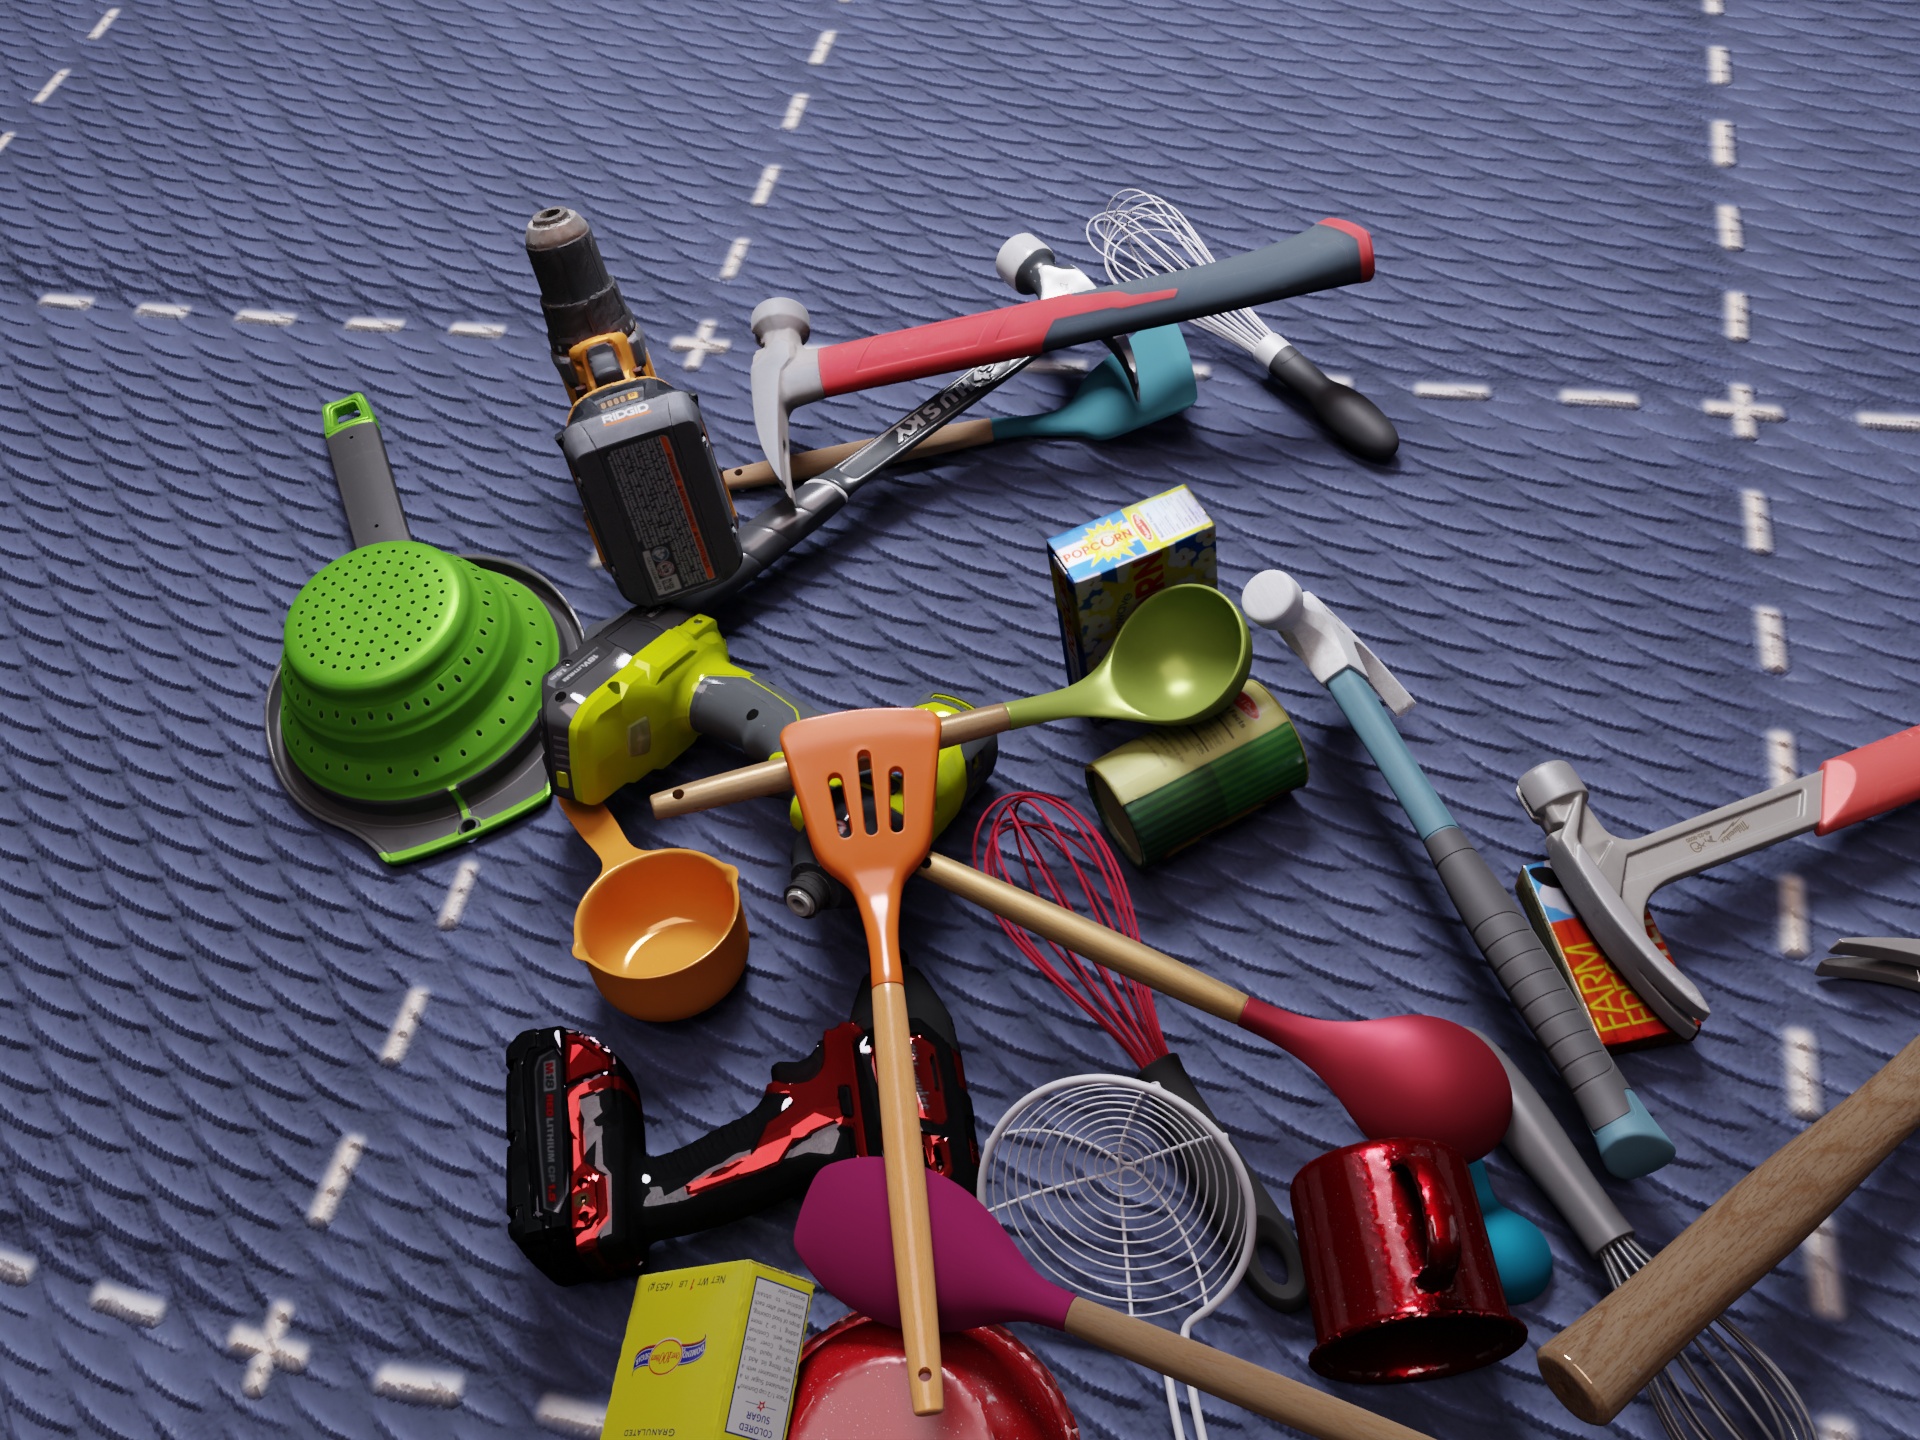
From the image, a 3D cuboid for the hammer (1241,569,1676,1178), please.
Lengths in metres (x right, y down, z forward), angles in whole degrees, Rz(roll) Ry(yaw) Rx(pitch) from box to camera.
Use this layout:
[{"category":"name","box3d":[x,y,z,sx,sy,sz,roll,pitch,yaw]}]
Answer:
[{"category":"hammer","box3d":[0.247,0.070,0.792,0.033,0.128,0.331,-37,58,21]}]

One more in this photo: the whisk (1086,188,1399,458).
[{"category":"whisk","box3d":[0.185,-0.263,1.059,0.070,0.070,0.285,-35,63,-14]}]

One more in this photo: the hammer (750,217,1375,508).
[{"category":"hammer","box3d":[0.061,-0.232,0.976,0.386,0.038,0.143,-10,63,7]}]

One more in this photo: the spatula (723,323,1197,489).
[{"category":"spatula","box3d":[-0.006,-0.195,1.045,0.317,0.044,0.082,-11,60,2]}]

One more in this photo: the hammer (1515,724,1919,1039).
[{"category":"hammer","box3d":[0.477,0.035,0.810,0.359,0.036,0.149,-18,56,-9]}]

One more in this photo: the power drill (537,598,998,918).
[{"category":"power drill","box3d":[-0.113,0.021,0.874,0.223,0.080,0.171,20,39,20]}]

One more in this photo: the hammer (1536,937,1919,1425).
[{"category":"hammer","box3d":[0.375,0.197,0.702,0.331,0.031,0.130,-26,53,-24]}]

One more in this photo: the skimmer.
[{"category":"skimmer","box3d":[0.092,0.329,0.653,0.127,0.090,0.364,-22,56,17]}]

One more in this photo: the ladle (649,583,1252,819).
[{"category":"ladle","box3d":[-0.001,-0.003,0.812,0.320,0.062,0.078,-14,56,-12]}]

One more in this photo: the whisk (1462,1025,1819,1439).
[{"category":"whisk","box3d":[0.292,0.237,0.717,0.055,0.055,0.239,-24,52,-8]}]

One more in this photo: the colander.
[{"category":"colander","box3d":[-0.368,-0.100,1.003,0.204,0.094,0.398,-23,57,-7]}]

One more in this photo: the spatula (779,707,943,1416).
[{"category":"spatula","box3d":[-0.032,0.141,0.724,0.081,0.041,0.323,-6,58,-4]}]

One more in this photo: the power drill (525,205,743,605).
[{"category":"power drill","box3d":[-0.205,-0.193,0.954,0.084,0.185,0.226,-20,37,-8]}]

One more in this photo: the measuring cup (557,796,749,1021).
[{"category":"measuring cup","box3d":[-0.179,0.096,0.875,0.095,0.052,0.174,-28,45,-20]}]

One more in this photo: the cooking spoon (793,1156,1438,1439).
[{"category":"cooking spoon","box3d":[0.070,0.256,0.661,0.319,0.017,0.069,14,75,23]}]

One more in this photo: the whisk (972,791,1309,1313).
[{"category":"whisk","box3d":[0.089,0.155,0.794,0.073,0.073,0.296,-26,63,-9]}]

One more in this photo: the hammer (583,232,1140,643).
[{"category":"hammer","box3d":[-0.066,-0.152,1.005,0.409,0.036,0.149,-38,61,-8]}]

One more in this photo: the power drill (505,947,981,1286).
[{"category":"power drill","box3d":[-0.105,0.193,0.785,0.219,0.078,0.143,-10,57,-2]}]

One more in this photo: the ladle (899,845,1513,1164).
[{"category":"ladle","box3d":[0.112,0.127,0.763,0.315,0.031,0.069,23,83,13]}]

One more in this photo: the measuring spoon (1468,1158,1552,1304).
[{"category":"measuring spoon","box3d":[0.240,0.209,0.753,0.042,0.021,0.129,-16,57,-3]}]
